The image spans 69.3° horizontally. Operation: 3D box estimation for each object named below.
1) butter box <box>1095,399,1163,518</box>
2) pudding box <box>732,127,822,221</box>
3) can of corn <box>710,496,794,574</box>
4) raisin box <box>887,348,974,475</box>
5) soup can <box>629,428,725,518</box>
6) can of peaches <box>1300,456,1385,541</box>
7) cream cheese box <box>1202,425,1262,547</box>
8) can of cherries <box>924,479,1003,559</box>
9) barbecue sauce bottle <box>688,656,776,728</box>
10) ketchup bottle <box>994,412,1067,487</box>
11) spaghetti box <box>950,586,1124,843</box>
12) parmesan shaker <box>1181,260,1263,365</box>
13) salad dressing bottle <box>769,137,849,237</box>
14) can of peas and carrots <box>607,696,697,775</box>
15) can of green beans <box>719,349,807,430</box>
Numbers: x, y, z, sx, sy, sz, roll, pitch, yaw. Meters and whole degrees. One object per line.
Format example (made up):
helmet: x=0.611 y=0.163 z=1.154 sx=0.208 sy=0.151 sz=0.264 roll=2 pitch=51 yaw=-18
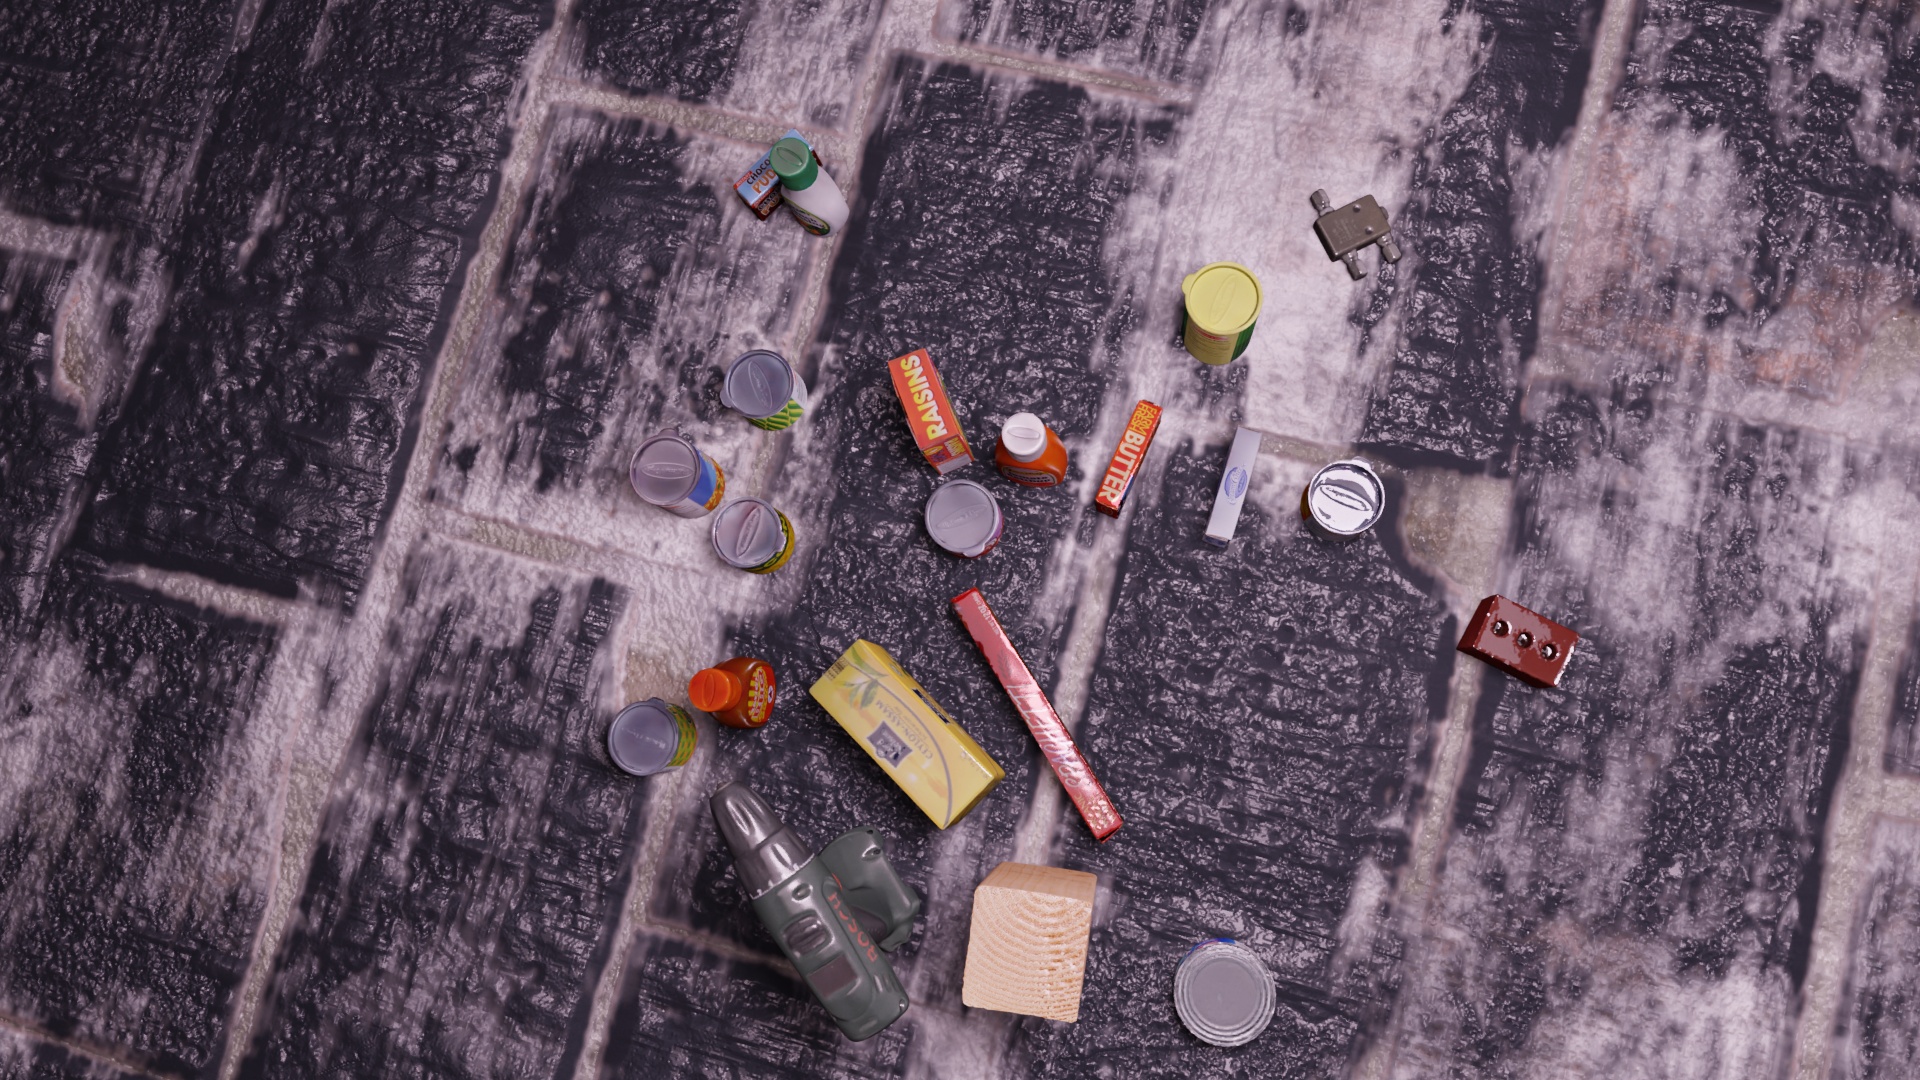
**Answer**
butter box: x=0.153 y=-0.074 z=1.260 sx=0.024 sy=0.053 sz=0.103 roll=24 pitch=85 yaw=9
pudding box: x=-0.176 y=-0.353 z=1.338 sx=0.084 sy=0.049 sz=0.030 roll=-43 pitch=80 yaw=-1
can of corn: x=-0.189 y=-0.003 z=1.285 sx=0.071 sy=0.058 sz=0.071 roll=-1 pitch=82 yaw=6
raisin box: x=-0.026 y=-0.114 z=1.250 sx=0.040 sy=0.123 sz=0.086 roll=-21 pitch=80 yaw=3
soup can: x=-0.260 y=-0.061 z=1.288 sx=0.071 sy=0.083 sz=0.071 roll=-1 pitch=82 yaw=6
can of peaches: x=0.339 y=-0.036 z=1.231 sx=0.071 sy=0.058 sz=0.071 roll=-1 pitch=82 yaw=6
cream cheese box: x=0.243 y=-0.047 z=1.246 sx=0.024 sy=0.053 sz=0.104 roll=17 pitch=84 yaw=8
can of cherries: x=0.005 y=-0.016 z=1.265 sx=0.071 sy=0.058 sz=0.071 roll=-1 pitch=82 yaw=6
barbecue sauce bottle: x=-0.200 y=0.133 z=1.220 sx=0.044 sy=0.148 sz=0.065 roll=4 pitch=83 yaw=7
ketchup bottle: x=0.060 y=-0.080 z=1.223 sx=0.065 sy=0.148 sz=0.043 roll=9 pitch=84 yaw=8
spaghetti box: x=0.069 y=0.154 z=1.238 sx=0.029 sy=0.050 sz=0.250 roll=-32 pitch=80 yaw=1
parmesan shaker: x=0.230 y=-0.203 z=1.245 sx=0.071 sy=0.103 sz=0.071 roll=-1 pitch=82 yaw=6
salad dressing bottle: x=-0.141 y=-0.326 z=1.281 sx=0.064 sy=0.147 sz=0.044 roll=34 pitch=87 yaw=10
can of peas and carrots: x=-0.280 y=0.178 z=1.268 sx=0.071 sy=0.058 sz=0.071 roll=-1 pitch=82 yaw=6
can of green beans: x=-0.182 y=-0.140 z=1.304 sx=0.071 sy=0.058 sz=0.071 roll=-1 pitch=82 yaw=6
